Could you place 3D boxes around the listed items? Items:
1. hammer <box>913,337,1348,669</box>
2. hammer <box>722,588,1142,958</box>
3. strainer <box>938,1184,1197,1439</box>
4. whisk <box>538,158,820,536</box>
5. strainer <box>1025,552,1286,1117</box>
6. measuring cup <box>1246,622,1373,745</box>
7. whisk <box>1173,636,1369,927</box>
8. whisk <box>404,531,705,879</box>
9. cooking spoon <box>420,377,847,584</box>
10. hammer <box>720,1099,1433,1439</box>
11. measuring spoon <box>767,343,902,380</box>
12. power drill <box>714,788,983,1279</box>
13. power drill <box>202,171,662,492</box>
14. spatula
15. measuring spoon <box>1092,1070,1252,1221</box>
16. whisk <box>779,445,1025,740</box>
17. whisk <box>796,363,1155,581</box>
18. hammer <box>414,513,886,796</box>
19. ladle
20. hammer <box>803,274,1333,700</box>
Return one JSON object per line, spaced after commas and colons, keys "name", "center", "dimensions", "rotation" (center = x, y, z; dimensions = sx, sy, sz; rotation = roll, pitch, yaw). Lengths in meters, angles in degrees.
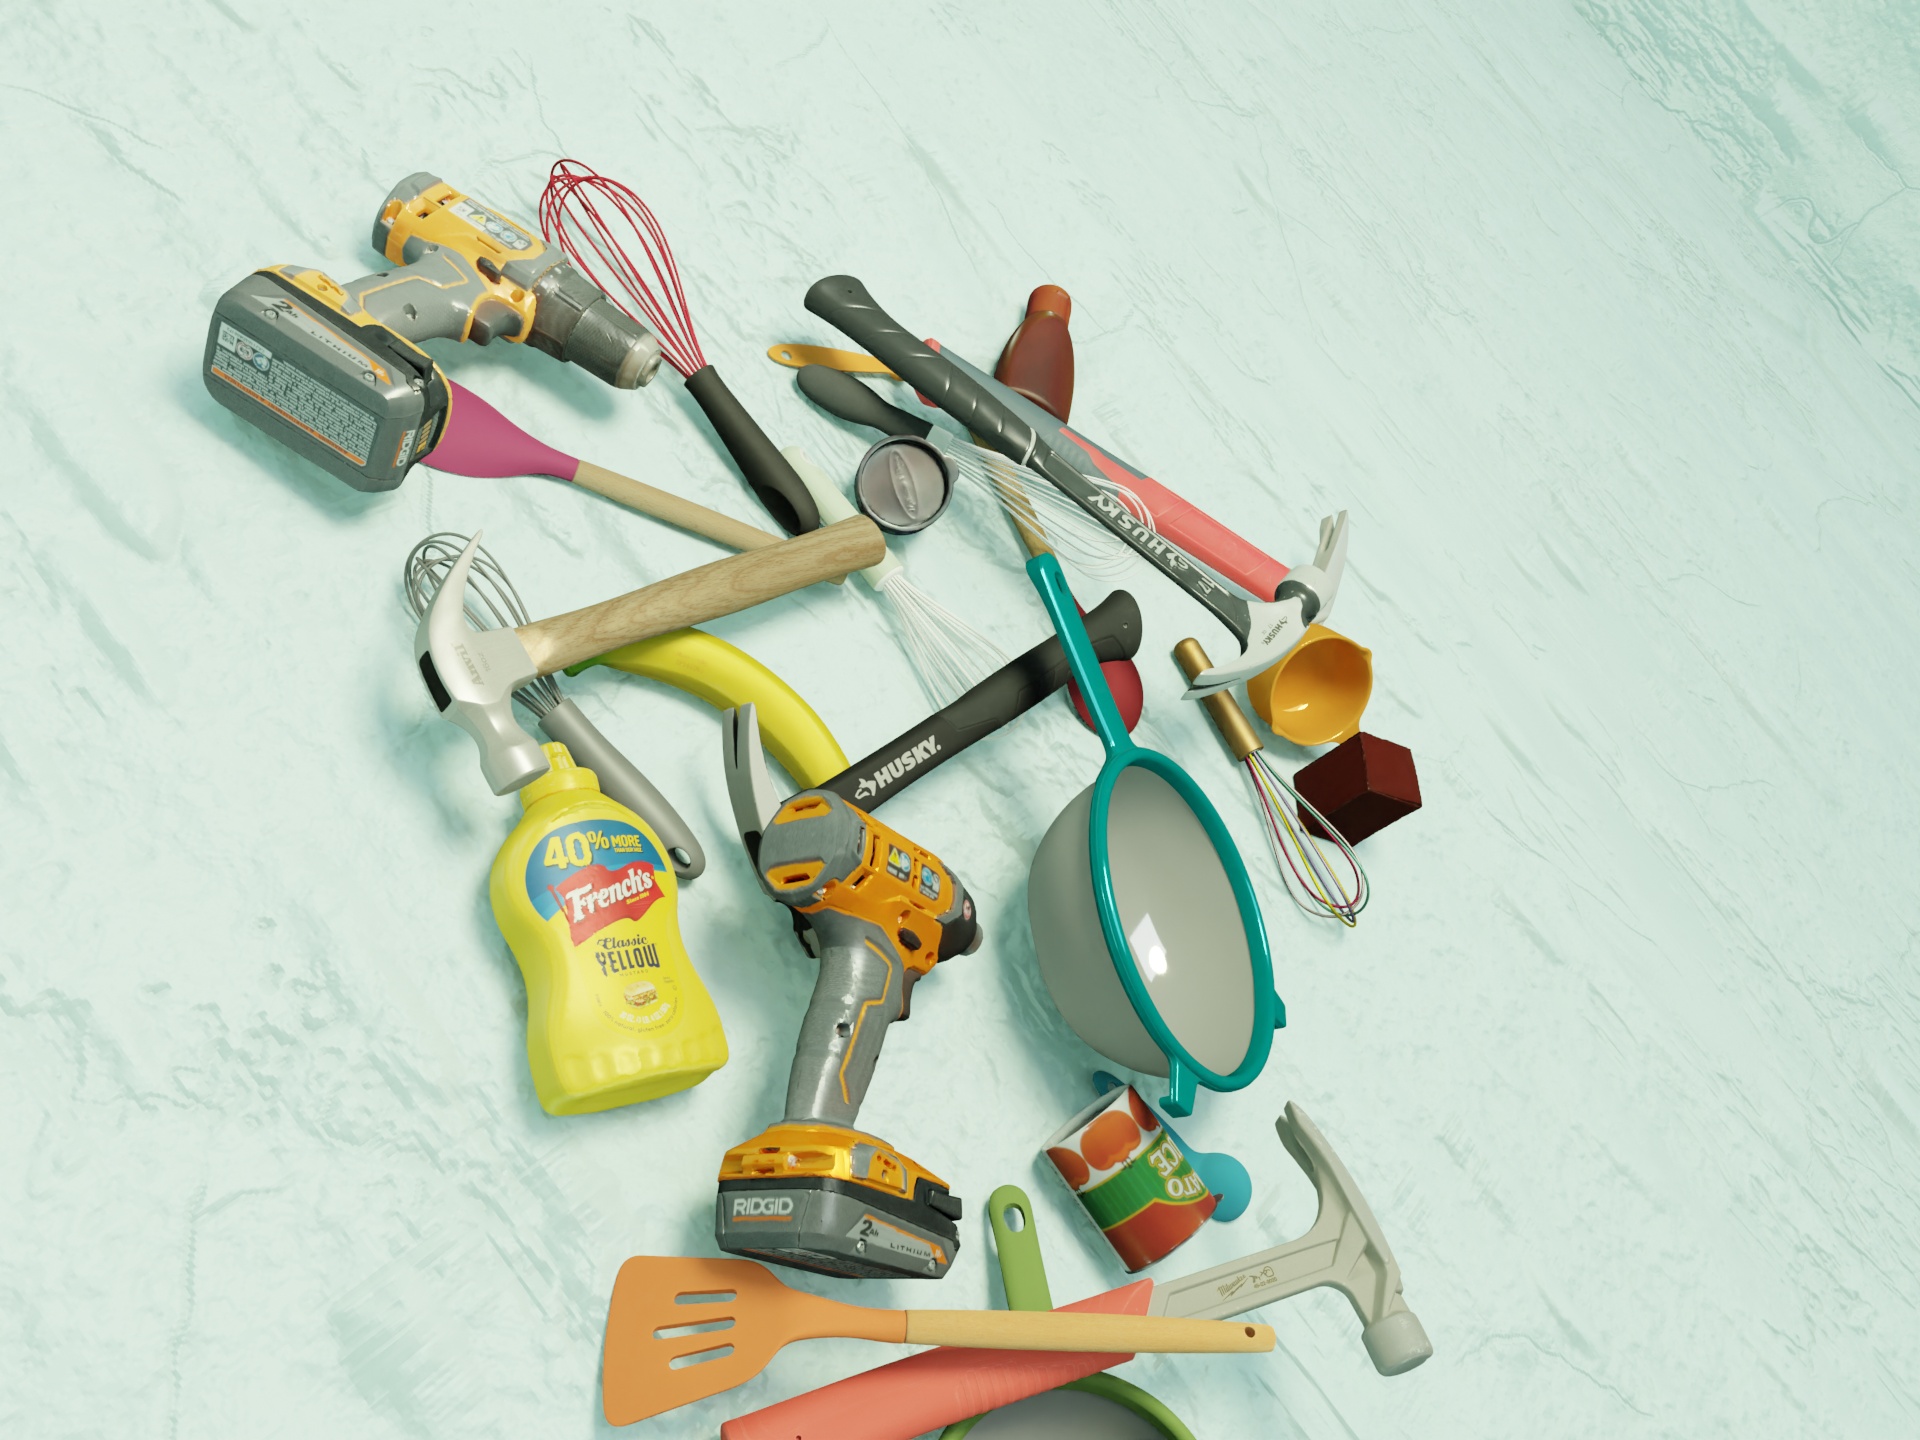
{"name": "hammer", "center": [0.134, -0.187, 1.206], "dimensions": [0.386, 0.038, 0.143], "rotation": [29, 69, -20]}
{"name": "hammer", "center": [-0.002, -0.003, 0.977], "dimensions": [0.335, 0.035, 0.146], "rotation": [-33, 102, -36]}
{"name": "strainer", "center": [0.043, 0.367, 0.816], "dimensions": [0.151, 0.069, 0.257], "rotation": [-1, 42, -12]}
{"name": "whisk", "center": [-0.183, -0.243, 1.045], "dimensions": [0.073, 0.073, 0.296], "rotation": [-36, 91, -44]}
{"name": "strainer", "center": [0.080, 0.070, 0.974], "dimensions": [0.211, 0.095, 0.340], "rotation": [-13, 81, -60]}
{"name": "measuring cup", "center": [0.283, -0.002, 1.223], "dimensions": [0.173, 0.095, 0.052], "rotation": [52, -3, -31]}
{"name": "whisk", "center": [0.223, 0.043, 1.160], "dimensions": [0.047, 0.051, 0.245], "rotation": [-17, 70, -35]}
{"name": "whisk", "center": [-0.220, -0.006, 0.874], "dimensions": [0.239, 0.055, 0.055], "rotation": [50, 46, -4]}
{"name": "cooking spoon", "center": [-0.214, -0.146, 0.986], "dimensions": [0.318, 0.017, 0.069], "rotation": [20, 52, -23]}
{"name": "hammer", "center": [0.055, 0.304, 0.803], "dimensions": [0.359, 0.036, 0.149], "rotation": [-10, 50, -20]}
{"name": "measuring spoon", "center": [-0.088, -0.259, 1.157], "dimensions": [0.116, 0.011, 0.021], "rotation": [-1, 63, -32]}
{"name": "power drill", "center": [-0.044, 0.167, 0.827], "dimensions": [0.164, 0.084, 0.227], "rotation": [36, 51, -47]}
{"name": "power drill", "center": [-0.293, -0.219, 0.919], "dimensions": [0.185, 0.084, 0.226], "rotation": [32, 40, -4]}
{"name": "spatula", "center": [-0.005, 0.294, 0.761], "dimensions": [0.322, 0.041, 0.081], "rotation": [6, 45, -11]}
{"name": "measuring spoon", "center": [0.132, 0.255, 0.969], "dimensions": [0.128, 0.021, 0.042], "rotation": [43, 46, -7]}
{"name": "whisk", "center": [-0.043, -0.087, 1.056], "dimensions": [0.246, 0.059, 0.058], "rotation": [50, 9, 8]}
{"name": "whisk", "center": [0.012, -0.181, 1.125], "dimensions": [0.284, 0.070, 0.070], "rotation": [27, 49, -3]}
{"name": "hammer", "center": [-0.160, -0.070, 0.906], "dimensions": [0.331, 0.031, 0.130], "rotation": [-27, 84, -47]}
{"name": "ladle", "center": [0.056, -0.130, 1.164], "dimensions": [0.069, 0.031, 0.316], "rotation": [-9, 66, -39]}
{"name": "hammer", "center": [0.056, -0.169, 1.071], "dimensions": [0.409, 0.036, 0.149], "rotation": [39, 52, 8]}
